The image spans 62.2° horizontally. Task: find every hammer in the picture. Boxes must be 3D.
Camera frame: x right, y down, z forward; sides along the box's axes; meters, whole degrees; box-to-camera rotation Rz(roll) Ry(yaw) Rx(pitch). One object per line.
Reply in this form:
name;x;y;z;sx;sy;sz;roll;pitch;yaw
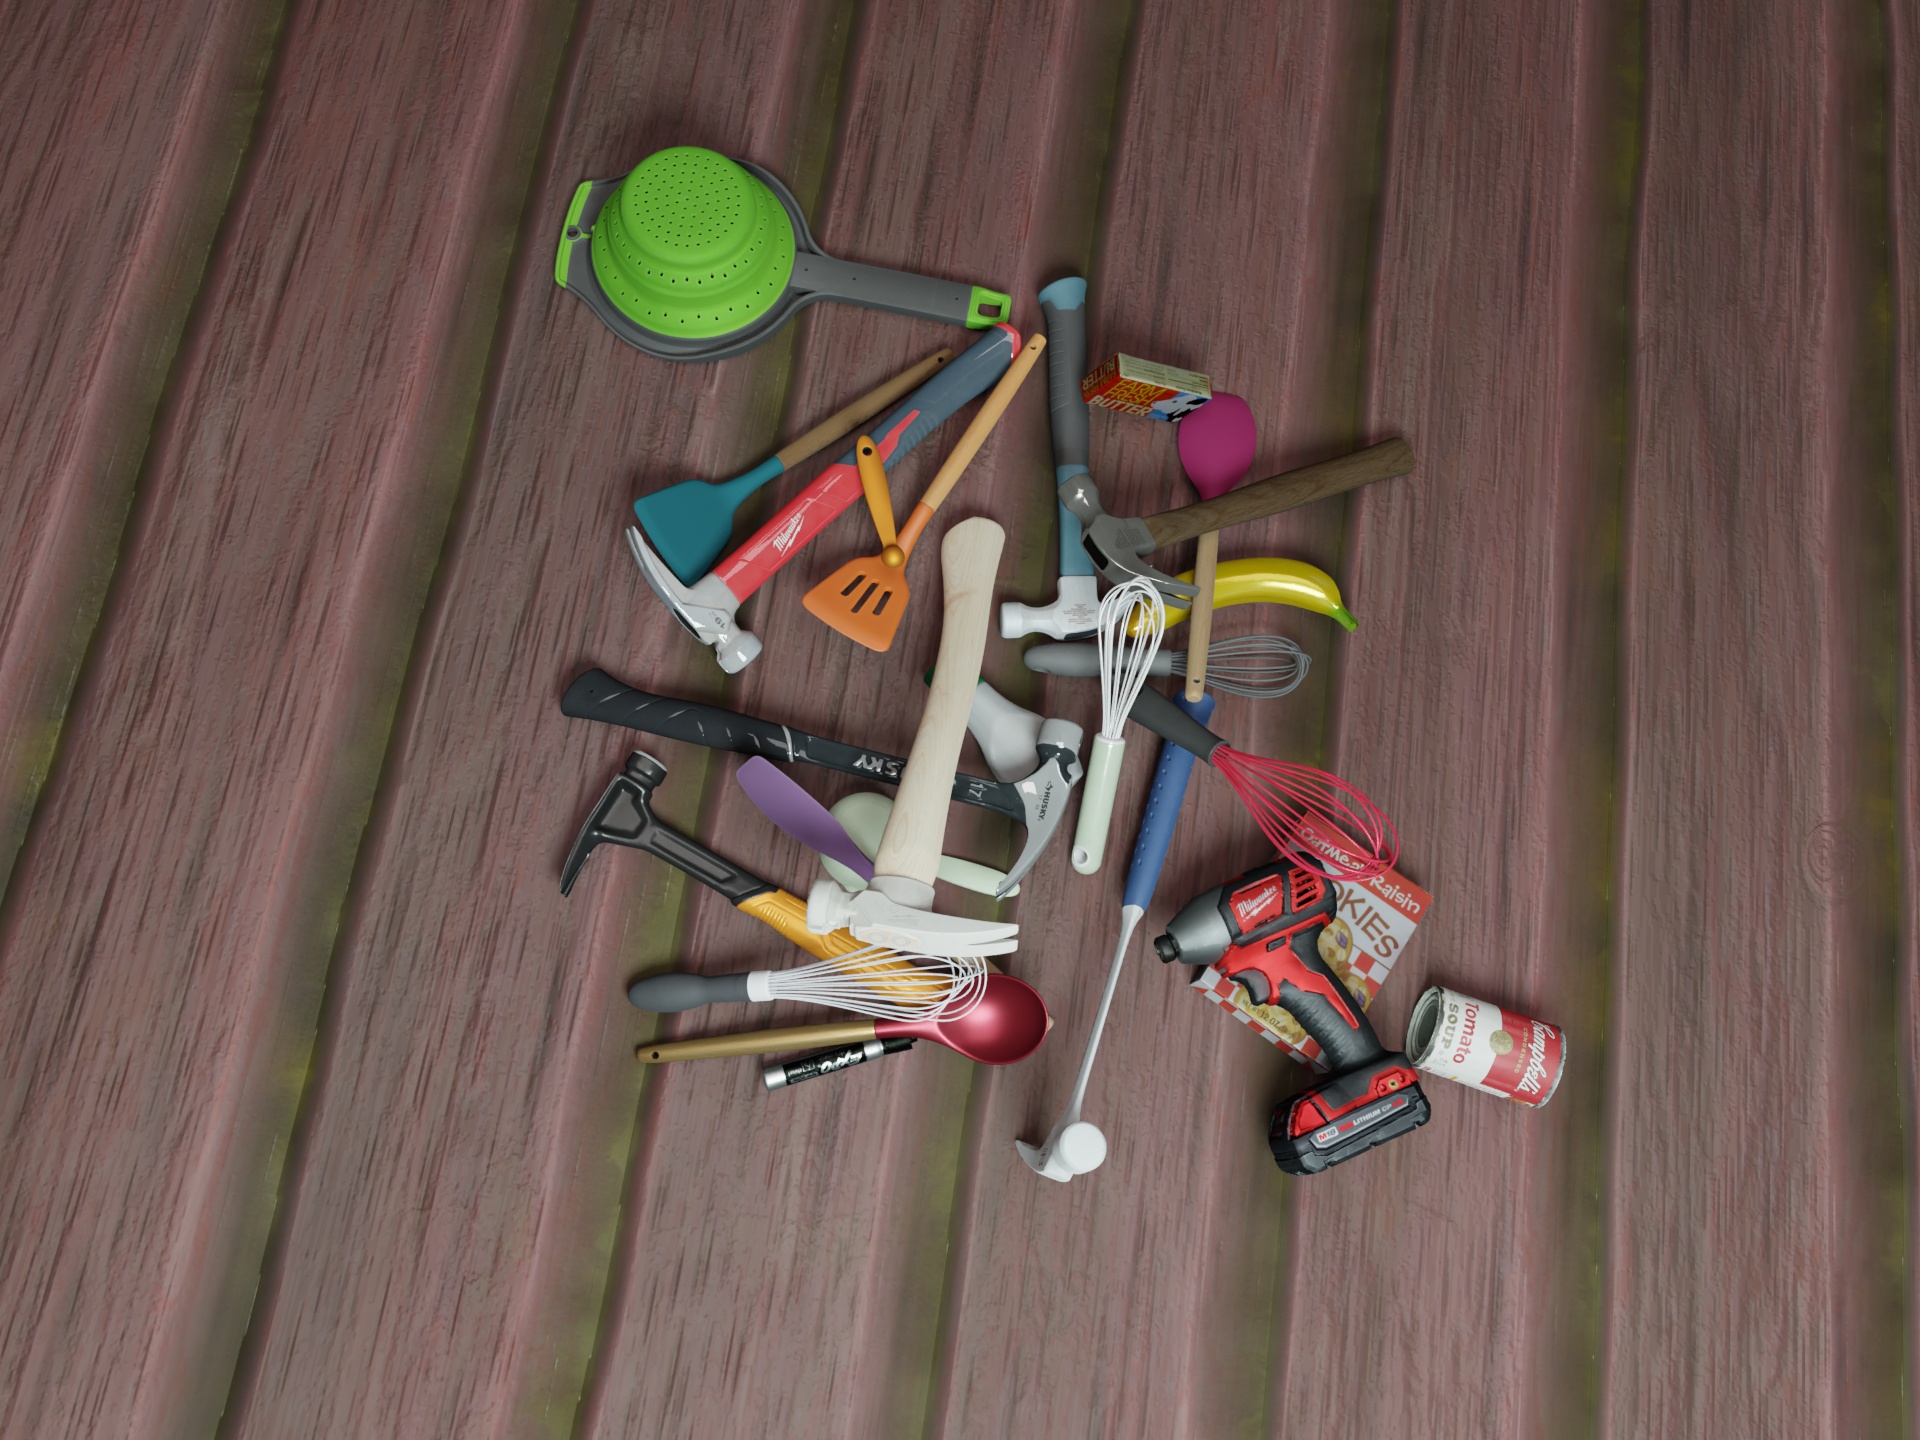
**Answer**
hammer;0.094;-0.229;1.366;0.128;0.033;0.331;0;75;-4
hammer;-0.143;0.156;1.240;0.337;0.034;0.127;29;74;3
hammer;-0.118;0.028;1.247;0.409;0.036;0.149;13;69;8
hammer;0.248;-0.181;1.328;0.331;0.031;0.130;-19;70;-24
hammer;-0.002;-0.004;1.211;0.146;0.038;0.411;8;51;5
hammer;-0.098;-0.218;1.324;0.386;0.038;0.143;-45;108;-17
hammer;0.128;0.159;1.234;0.035;0.144;0.406;22;65;-4

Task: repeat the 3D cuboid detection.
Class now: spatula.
spatula;-0.128;-0.230;1.341;0.317;0.044;0.082;-36;105;-15
spatula;-0.048;0.138;1.225;0.316;0.059;0.018;41;50;-8
spatula;-0.014;-0.199;1.325;0.081;0.041;0.323;32;77;3

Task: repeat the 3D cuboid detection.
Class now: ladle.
ladle;-0.090;0.238;1.206;0.315;0.031;0.069;-7;87;3

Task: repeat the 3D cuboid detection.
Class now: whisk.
whisk;0.119;0.007;1.247;0.058;0.059;0.246;21;110;33
whisk;0.172;-0.048;1.320;0.239;0.055;0.055;2;75;1
whisk;-0.118;0.195;1.189;0.284;0.070;0.070;-6;75;14
whisk;0.210;0.035;1.209;0.073;0.073;0.296;-41;48;-14

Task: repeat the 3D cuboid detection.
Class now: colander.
colander;-0.149;-0.403;1.359;0.397;0.094;0.205;10;74;-2

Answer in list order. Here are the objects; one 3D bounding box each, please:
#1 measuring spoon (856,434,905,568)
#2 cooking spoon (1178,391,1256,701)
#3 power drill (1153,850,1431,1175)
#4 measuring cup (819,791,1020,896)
measuring spoon;-0.066;-0.180;1.294;0.021;0.011;0.117;-12;78;-11
cooking spoon;0.208;-0.154;1.332;0.069;0.017;0.319;10;61;0
power drill;0.246;0.221;1.197;0.143;0.078;0.220;-21;76;-9
measuring cup;-0.032;0.107;1.260;0.167;0.038;0.083;17;74;2
